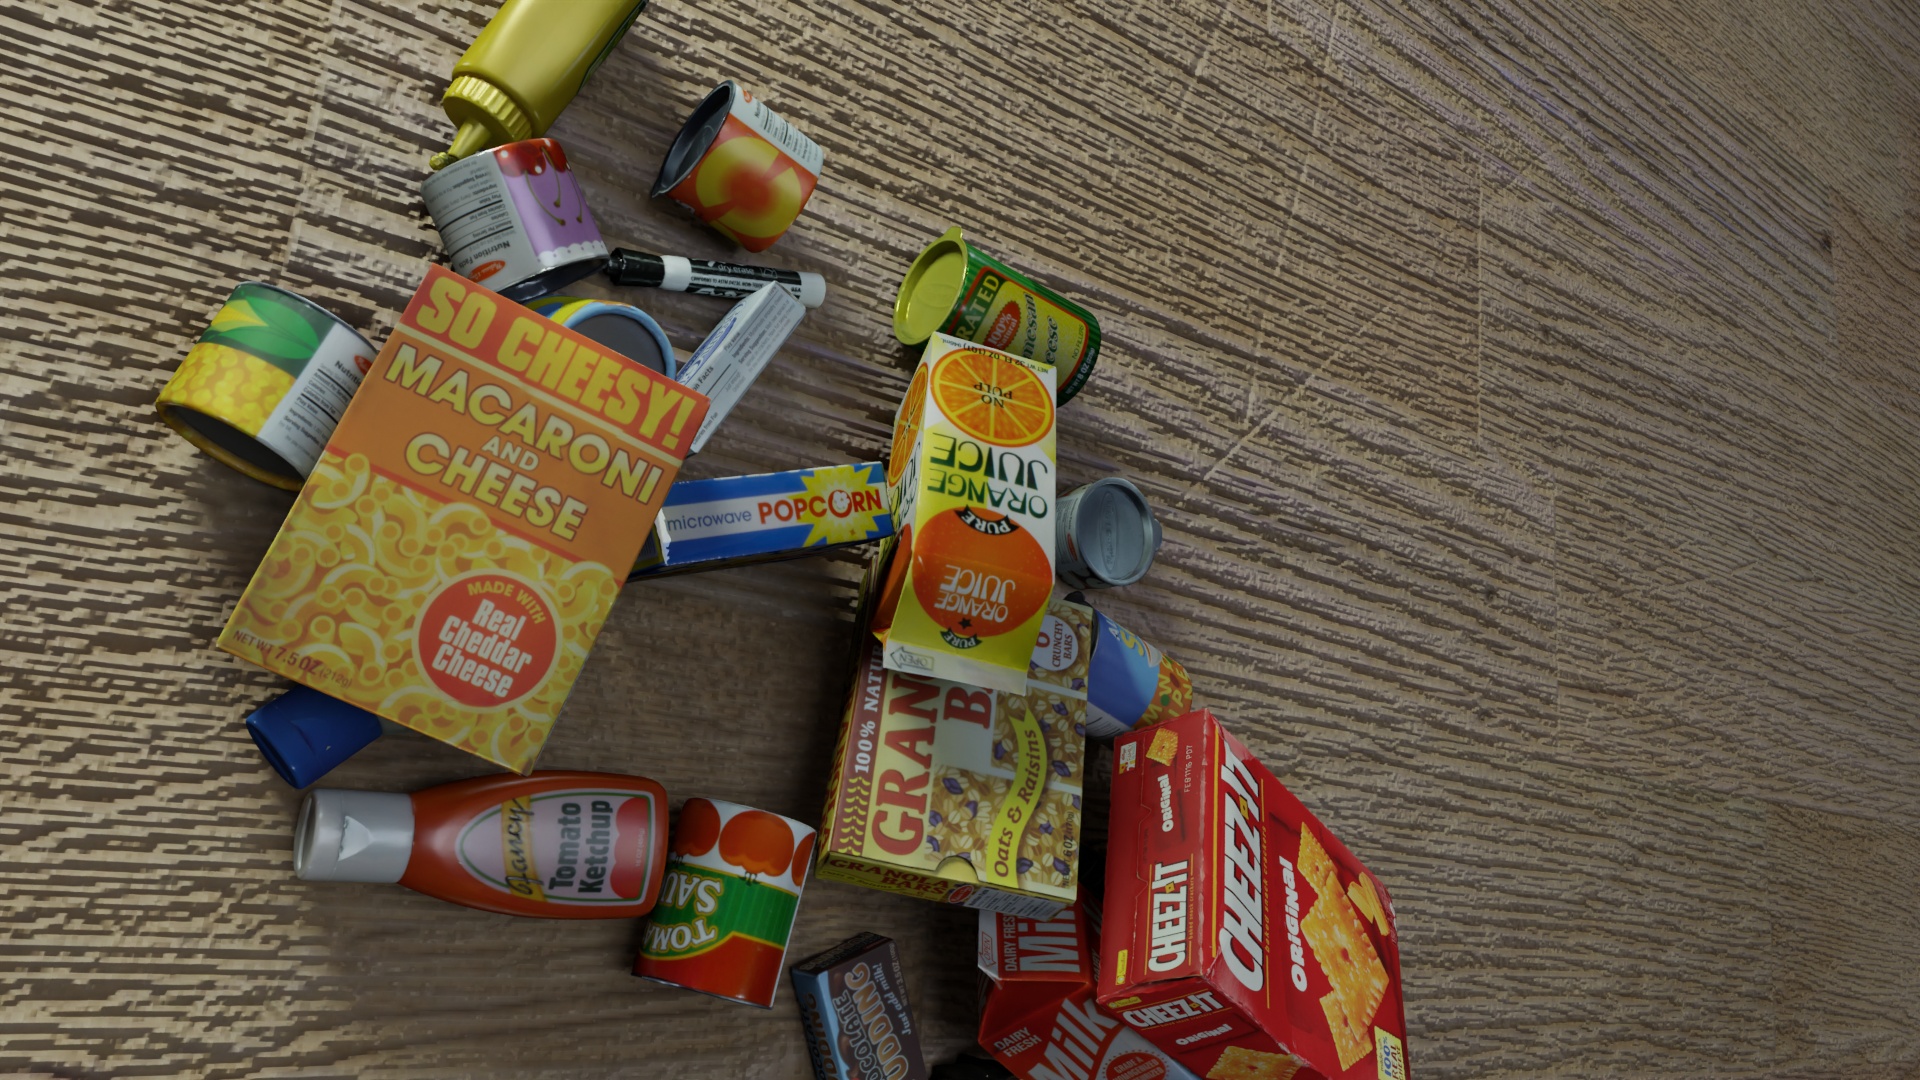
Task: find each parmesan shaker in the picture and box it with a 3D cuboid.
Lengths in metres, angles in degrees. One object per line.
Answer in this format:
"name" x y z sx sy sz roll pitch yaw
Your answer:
"parmesan shaker" 0.023 -0.125 0.793 0.103 0.071 0.071 22 70 -33

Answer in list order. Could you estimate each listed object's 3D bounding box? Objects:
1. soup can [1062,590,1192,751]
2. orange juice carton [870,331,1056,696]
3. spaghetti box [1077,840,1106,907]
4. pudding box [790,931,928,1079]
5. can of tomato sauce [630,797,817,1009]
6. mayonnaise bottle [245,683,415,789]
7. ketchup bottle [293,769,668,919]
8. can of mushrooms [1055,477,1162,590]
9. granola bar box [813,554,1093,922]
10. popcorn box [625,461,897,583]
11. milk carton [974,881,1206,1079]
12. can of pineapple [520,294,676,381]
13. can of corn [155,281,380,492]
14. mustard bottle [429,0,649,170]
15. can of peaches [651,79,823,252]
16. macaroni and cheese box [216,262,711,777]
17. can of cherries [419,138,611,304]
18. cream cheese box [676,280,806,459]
"soup can" 0.085 0.079 0.808 0.083 0.071 0.071 33 64 -30
"orange juice carton" 0.003 -0.009 0.704 0.072 0.072 0.194 15 50 -13
"spaghetti box" 0.074 0.198 0.791 0.249 0.050 0.029 37 64 -28
"pudding box" -0.051 0.247 0.700 0.050 0.030 0.083 -14 91 -37
"can of tomato sauce" -0.110 0.167 0.645 0.071 0.071 0.083 27 67 -32
"mayonnaise bottle" -0.225 0.047 0.592 0.149 0.041 0.064 -39 105 -35
"ketchup bottle" -0.202 0.129 0.595 0.149 0.043 0.065 11 77 -35
"can of mushrooms" 0.087 -0.003 0.845 0.071 0.033 0.071 7 78 -36
"granola bar box" 0.001 0.098 0.707 0.124 0.039 0.166 14 57 -12
"popcorn box" -0.107 -0.007 0.664 0.127 0.085 0.038 -8 86 -38
"milk carton" 0.068 0.254 0.744 0.190 0.073 0.073 48 19 -23
"can of pineapple" -0.170 -0.079 0.633 0.071 0.058 0.070 -12 108 -40
"can of corn" -0.277 -0.061 0.557 0.071 0.071 0.058 36 64 -28
"mustard bottle" -0.197 -0.228 0.648 0.049 0.065 0.161 37 68 -21
"can of peaches" -0.112 -0.186 0.704 0.058 0.071 0.071 31 65 -31
"macaroni and cheese box" -0.192 -0.008 0.555 0.124 0.040 0.167 26 77 -12
"can of cherries" -0.200 -0.143 0.629 0.072 0.071 0.058 -28 99 -37
"cream cheese box" -0.121 -0.080 0.685 0.024 0.053 0.104 44 59 -22
